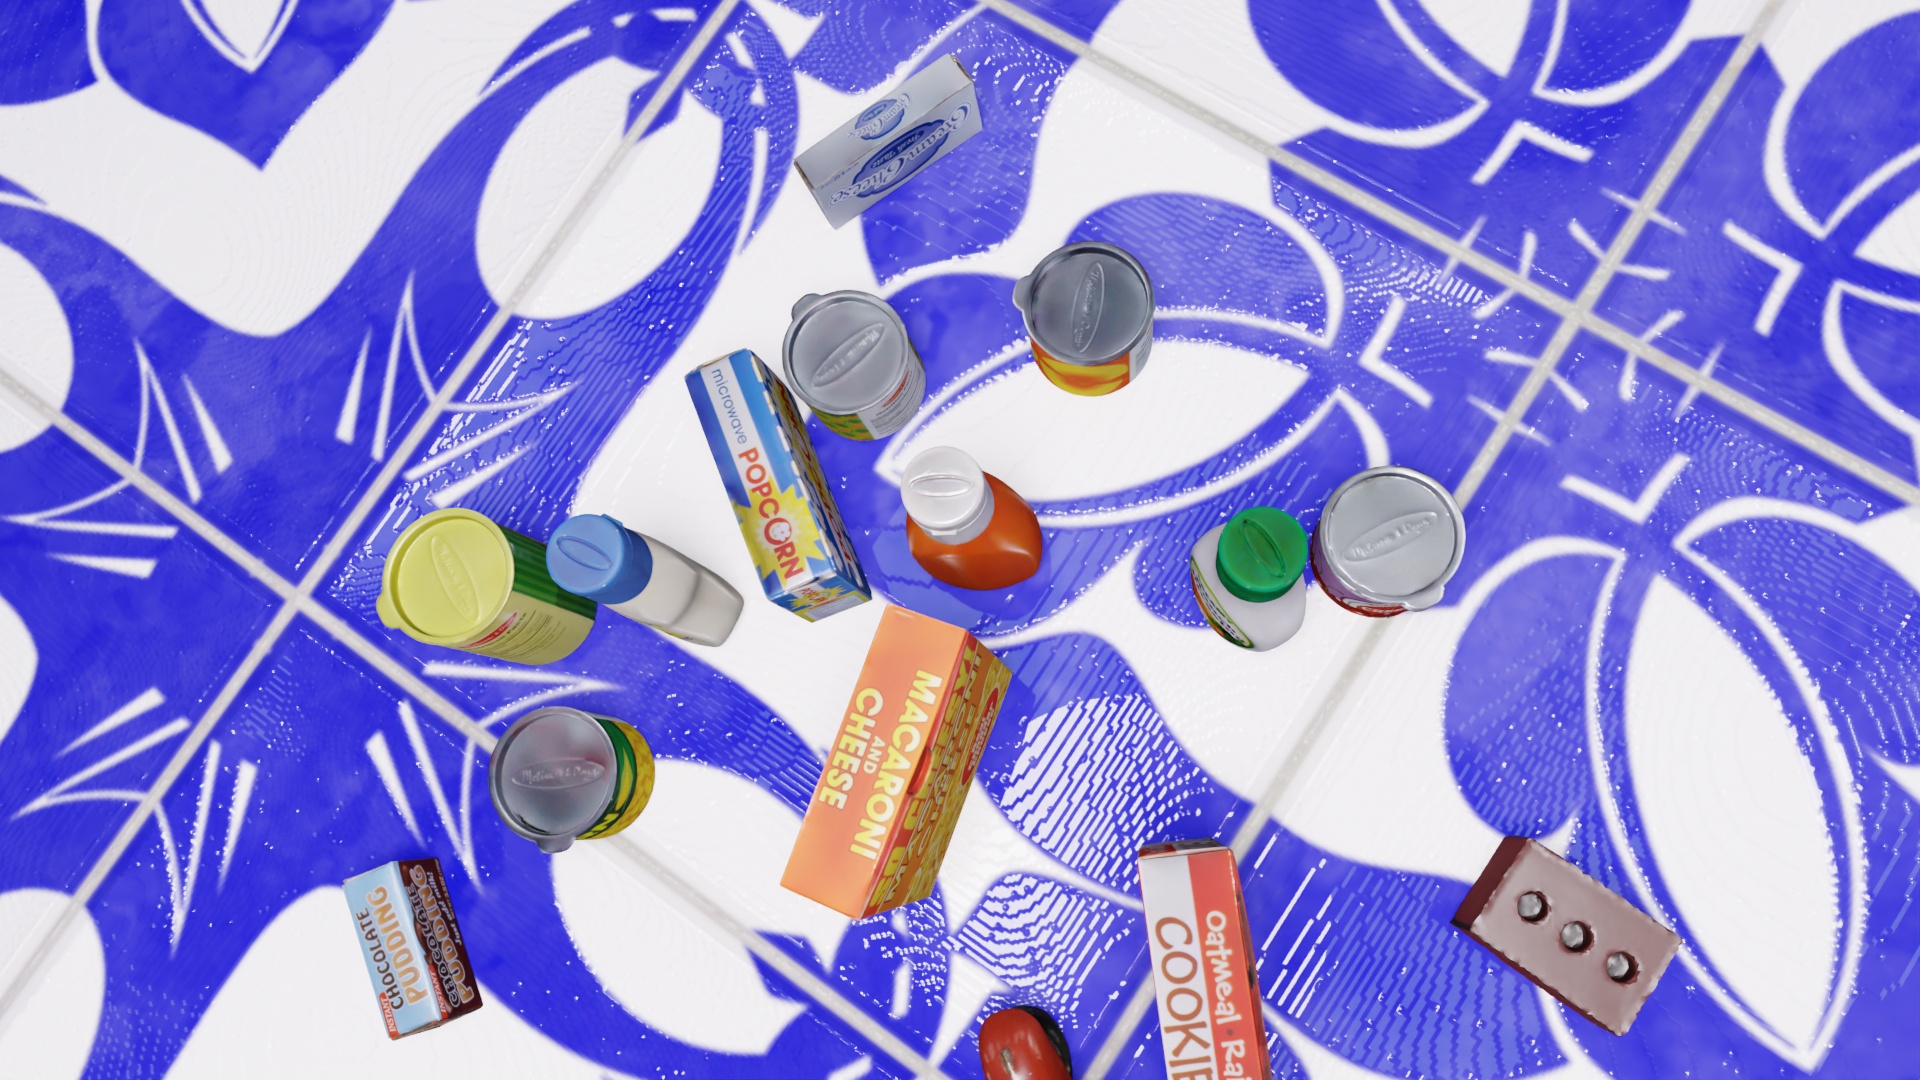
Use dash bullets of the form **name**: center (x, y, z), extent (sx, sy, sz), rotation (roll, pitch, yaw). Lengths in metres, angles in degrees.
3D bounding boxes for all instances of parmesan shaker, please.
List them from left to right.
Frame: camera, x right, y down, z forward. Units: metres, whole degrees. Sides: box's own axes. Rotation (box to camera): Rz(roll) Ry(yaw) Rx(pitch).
- **parmesan shaker**: center (-0.239, 0.027, 0.708), extent (0.071, 0.103, 0.071), rotation (-2, 79, 8)

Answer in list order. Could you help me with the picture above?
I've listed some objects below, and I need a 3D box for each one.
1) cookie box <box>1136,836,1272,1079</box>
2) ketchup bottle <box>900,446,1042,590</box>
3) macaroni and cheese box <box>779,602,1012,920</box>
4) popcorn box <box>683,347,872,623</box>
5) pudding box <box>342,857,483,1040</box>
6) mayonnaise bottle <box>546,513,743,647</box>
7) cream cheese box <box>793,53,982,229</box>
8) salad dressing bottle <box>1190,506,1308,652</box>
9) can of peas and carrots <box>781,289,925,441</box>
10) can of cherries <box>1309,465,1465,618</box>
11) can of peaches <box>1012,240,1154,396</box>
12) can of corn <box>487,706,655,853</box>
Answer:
- **cookie box**: center (0.104, 0.192, 0.595), extent (0.040, 0.167, 0.123), rotation (-8, 78, 6)
- **ketchup bottle**: center (0.002, -0.008, 0.659), extent (0.065, 0.148, 0.043), rotation (-1, 79, 8)
- **macaroni and cheese box**: center (-0.022, 0.102, 0.631), extent (0.040, 0.166, 0.124), rotation (19, 82, 11)
- **popcorn box**: center (-0.091, -0.026, 0.708), extent (0.038, 0.085, 0.127), rotation (-23, 77, 3)
- **pudding box**: center (-0.278, 0.205, 0.704), extent (0.030, 0.049, 0.084), rotation (-24, 77, 3)
- **mayonnaise bottle**: center (-0.154, 0.019, 0.675), extent (0.065, 0.148, 0.041), rotation (25, 84, 12)
- **cream cheese box**: center (-0.038, -0.216, 0.756), extent (0.104, 0.053, 0.024), rotation (-35, 77, 0)
- **salad dressing bottle**: center (0.133, 0.016, 0.637), extent (0.044, 0.147, 0.064), rotation (-32, 77, 1)
- **can of peas and carrots**: center (-0.056, -0.092, 0.731), extent (0.071, 0.058, 0.071), rotation (-1, 79, 8)
- **can of cherries**: center (0.206, 0.005, 0.675), extent (0.071, 0.058, 0.071), rotation (-1, 79, 8)
- **can of peaches**: center (0.065, -0.114, 0.719), extent (0.071, 0.058, 0.071), rotation (-1, 79, 8)
- **can of corn**: center (-0.196, 0.122, 0.706), extent (0.071, 0.058, 0.071), rotation (-1, 79, 8)
